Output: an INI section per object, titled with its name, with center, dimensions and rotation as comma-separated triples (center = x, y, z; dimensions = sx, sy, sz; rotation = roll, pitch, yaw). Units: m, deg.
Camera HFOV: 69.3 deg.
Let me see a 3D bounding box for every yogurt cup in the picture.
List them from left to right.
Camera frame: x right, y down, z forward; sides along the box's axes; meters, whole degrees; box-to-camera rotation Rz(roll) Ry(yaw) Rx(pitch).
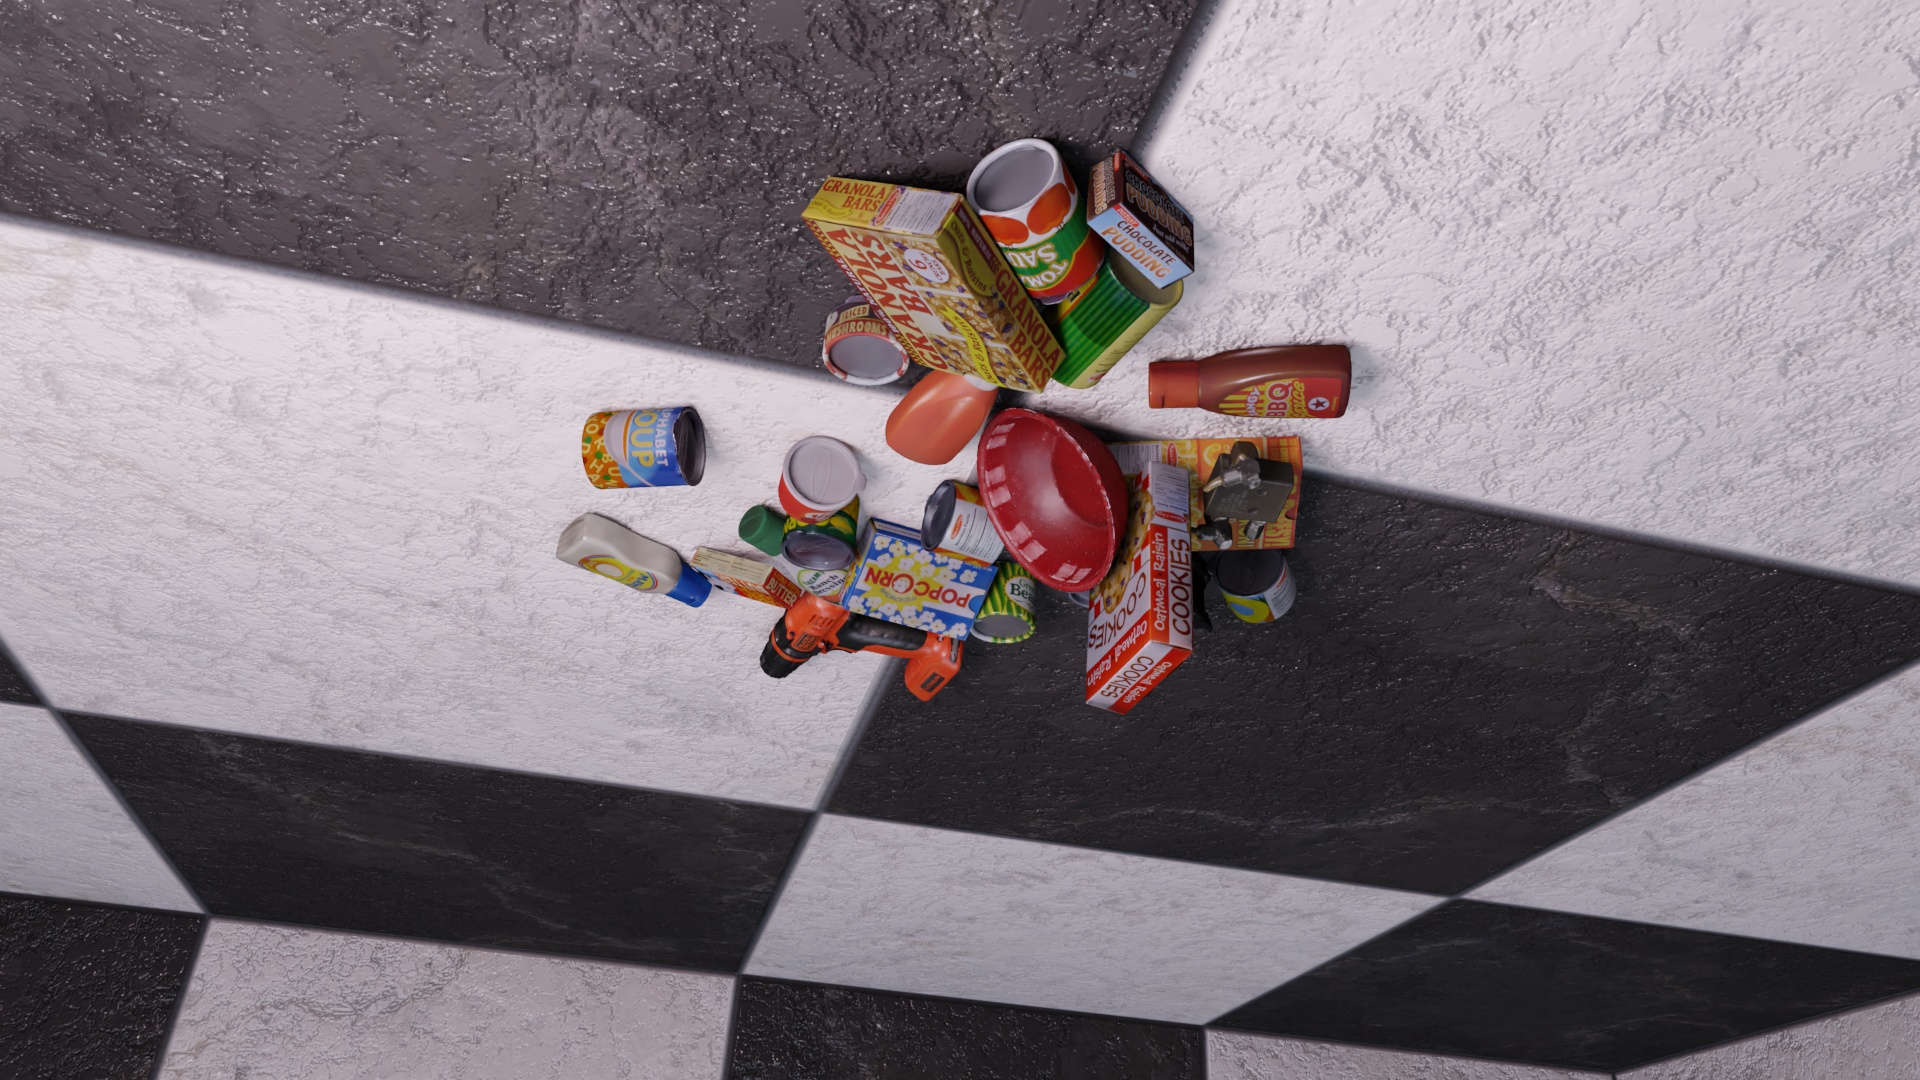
[yogurt cup]
center = -0.124, -0.049, 1.189
dimensions = 0.072, 0.072, 0.053
rotation = 13, 155, -16

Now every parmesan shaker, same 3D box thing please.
[parmesan shaker]
center = 0.103, -0.163, 0.979
dimensions = 0.071, 0.071, 0.102
rotation = 18, 145, -22

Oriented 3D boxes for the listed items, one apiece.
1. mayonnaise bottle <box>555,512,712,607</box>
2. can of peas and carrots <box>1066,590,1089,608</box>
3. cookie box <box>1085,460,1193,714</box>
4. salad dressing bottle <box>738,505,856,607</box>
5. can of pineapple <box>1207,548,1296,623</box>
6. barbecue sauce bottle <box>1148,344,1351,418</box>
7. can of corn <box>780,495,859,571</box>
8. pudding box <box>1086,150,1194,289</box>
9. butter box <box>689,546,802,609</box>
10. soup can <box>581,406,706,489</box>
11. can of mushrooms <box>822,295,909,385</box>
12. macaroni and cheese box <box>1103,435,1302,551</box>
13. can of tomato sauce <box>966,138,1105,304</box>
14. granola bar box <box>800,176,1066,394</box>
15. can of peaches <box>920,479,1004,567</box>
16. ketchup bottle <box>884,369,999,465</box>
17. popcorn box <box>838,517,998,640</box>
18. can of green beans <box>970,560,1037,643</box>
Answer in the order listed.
[mayonnaise bottle]
center = -0.311, 0.023, 1.344
dimensions = 0.148, 0.041, 0.064
rotation = 28, 141, -33
[can of peas and carrots]
center = 0.131, 0.022, 1.284
dimensions = 0.071, 0.059, 0.070
rotation = 2, 148, 2
[cookie box]
center = 0.145, 0.039, 1.125
dimensions = 0.040, 0.168, 0.122
rotation = 14, 147, -13
[salad dressing bottle]
center = -0.145, 0.015, 1.312
dimensions = 0.064, 0.044, 0.147
rotation = -26, 138, 30
[can of pineapple]
center = 0.271, 0.035, 1.286
dimensions = 0.071, 0.071, 0.057
rotation = -10, 146, 21
[barbecue sauce bottle]
center = 0.218, -0.120, 1.056
dimensions = 0.148, 0.044, 0.064
rotation = 0, 148, 6
[can of corn]
center = -0.127, -0.014, 1.248
dimensions = 0.071, 0.058, 0.070
rotation = 3, 149, 2
[pudding box]
center = 0.119, -0.210, 0.911
dimensions = 0.030, 0.050, 0.083
rotation = -22, 140, 37
[butter box]
center = -0.207, 0.036, 1.335
dimensions = 0.103, 0.024, 0.053
rotation = 13, 159, 35
[soup can]
center = -0.262, -0.077, 1.149
dimensions = 0.084, 0.071, 0.071
rotation = -2, 148, 10
[can of mushrooms]
center = -0.071, -0.150, 1.045
dimensions = 0.071, 0.033, 0.070
rotation = 3, 149, 2
[macaroni and cheese box]
center = 0.205, -0.037, 1.196
dimensions = 0.166, 0.040, 0.123
rotation = -2, 148, 8
[can of tomato sauce]
center = 0.049, -0.207, 0.903
dimensions = 0.071, 0.071, 0.083
rotation = -11, 145, 22
[granola bar box]
center = -0.016, -0.171, 0.942
dimensions = 0.124, 0.039, 0.165
rotation = 19, 161, 39
[can of peaches]
center = 0.004, -0.015, 1.230
dimensions = 0.058, 0.071, 0.071
rotation = 17, 146, -22
[ketchup bottle]
center = -0.002, -0.113, 1.088
dimensions = 0.065, 0.044, 0.148
rotation = 17, 146, -23
[popcorn box]
center = -0.040, 0.037, 1.306
dimensions = 0.127, 0.038, 0.085
rotation = 16, 111, -20
[can of green beans]
center = 0.041, 0.061, 1.356
dimensions = 0.071, 0.058, 0.071
rotation = 2, 149, 1
